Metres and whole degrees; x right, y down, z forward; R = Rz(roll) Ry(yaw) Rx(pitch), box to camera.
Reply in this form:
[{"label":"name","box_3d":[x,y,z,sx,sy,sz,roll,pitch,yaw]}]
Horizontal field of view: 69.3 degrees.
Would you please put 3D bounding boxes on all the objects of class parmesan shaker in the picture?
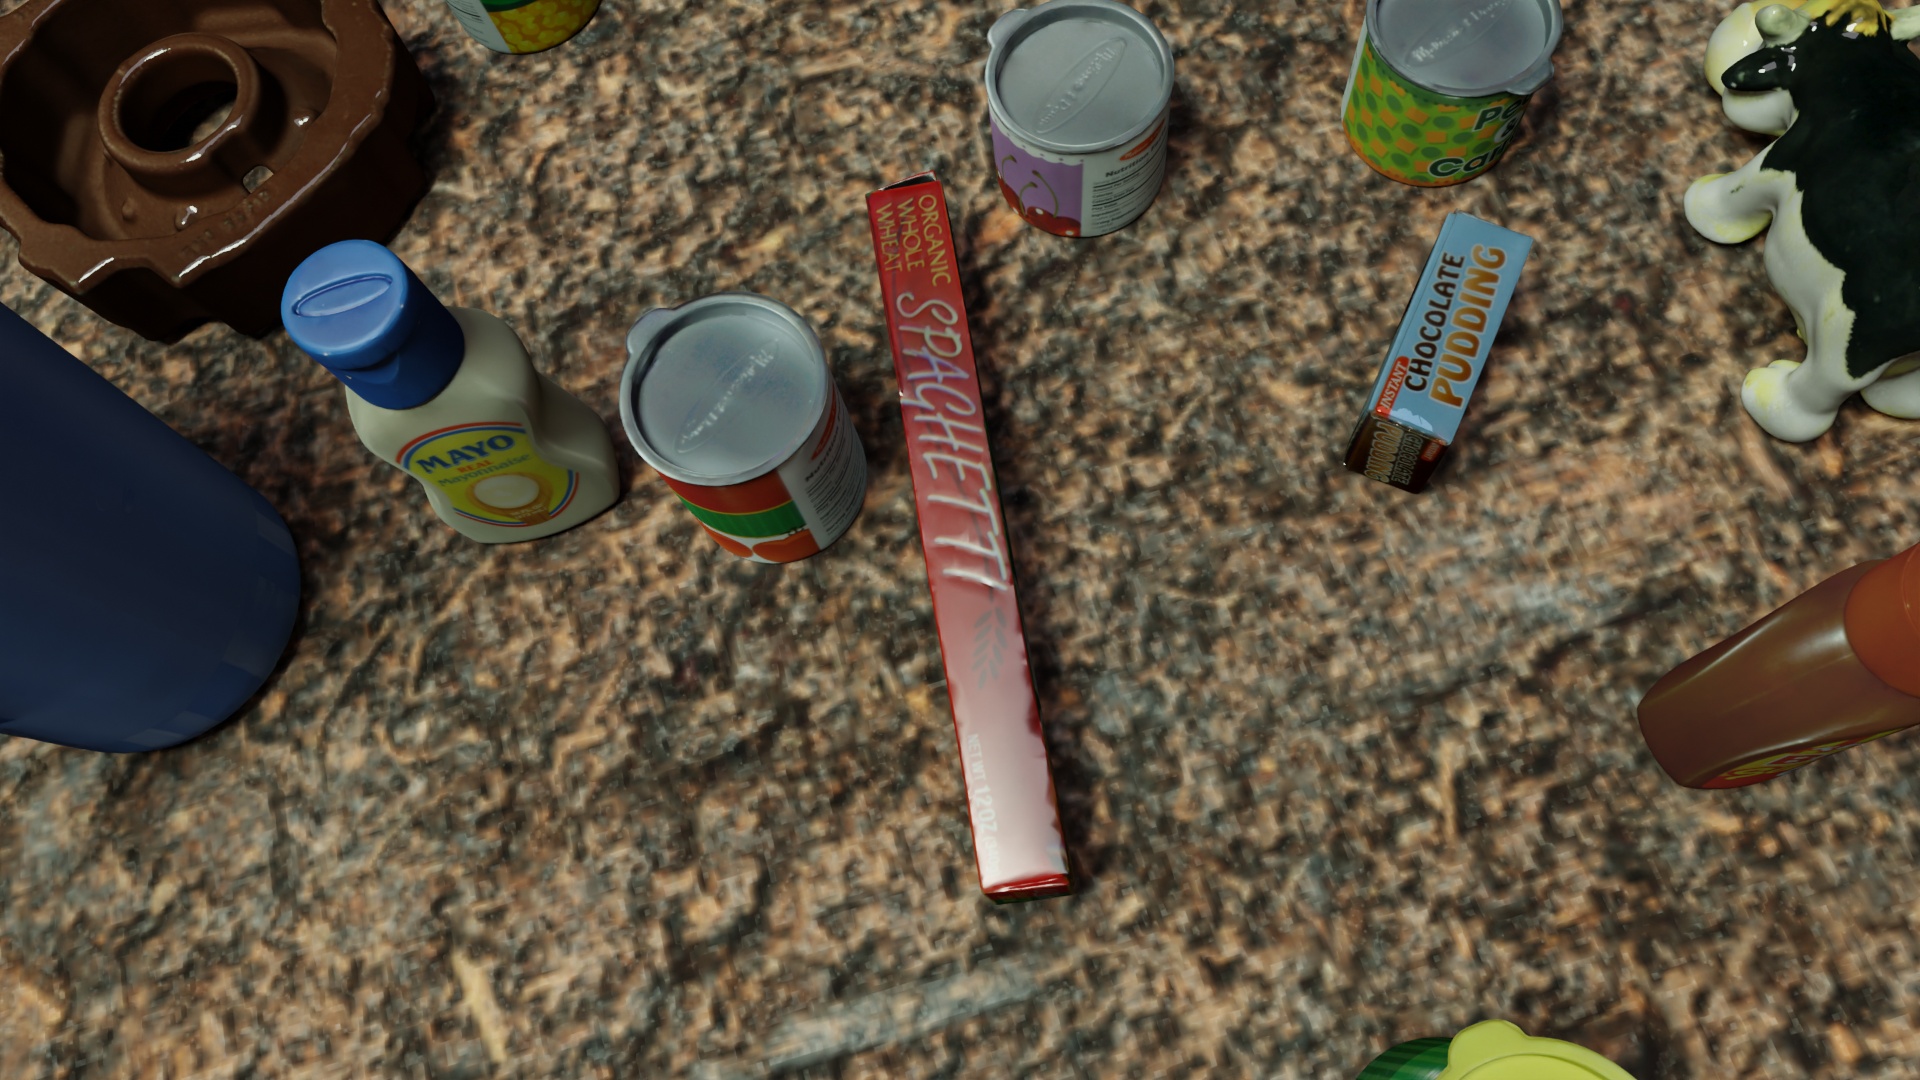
[{"label":"parmesan shaker","box_3d":[0.140,0.163,0.368,0.071,0.102,0.071,-2,71,5]}]

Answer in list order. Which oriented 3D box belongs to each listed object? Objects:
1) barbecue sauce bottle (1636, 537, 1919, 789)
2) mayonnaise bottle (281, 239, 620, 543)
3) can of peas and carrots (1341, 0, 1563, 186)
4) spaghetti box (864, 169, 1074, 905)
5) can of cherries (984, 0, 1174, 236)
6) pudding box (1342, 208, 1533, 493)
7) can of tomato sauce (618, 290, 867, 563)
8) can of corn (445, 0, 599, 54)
[{"label":"barbecue sauce bottle","box_3d":[0.242,0.034,0.379,0.065,0.148,0.044,-21,70,-2]},{"label":"mayonnaise bottle","box_3d":[-0.161,-0.043,0.445,0.065,0.147,0.041,-17,70,0]},{"label":"can of peas and carrots","box_3d":[0.178,-0.170,0.505,0.071,0.058,0.071,-2,71,5]},{"label":"spaghetti box","box_3d":[0.002,-0.006,0.469,0.029,0.050,0.251,-11,70,2]},{"label":"can of cherries","box_3d":[0.042,-0.156,0.513,0.071,0.058,0.071,-2,71,5]},{"label":"pudding box","box_3d":[0.162,-0.064,0.474,0.030,0.049,0.084,23,75,13]},{"label":"can of tomato sauce","box_3d":[-0.072,-0.036,0.469,0.071,0.083,0.071,-2,71,5]},{"label":"can of corn","box_3d":[-0.184,-0.244,0.566,0.071,0.058,0.071,-2,71,5]}]
